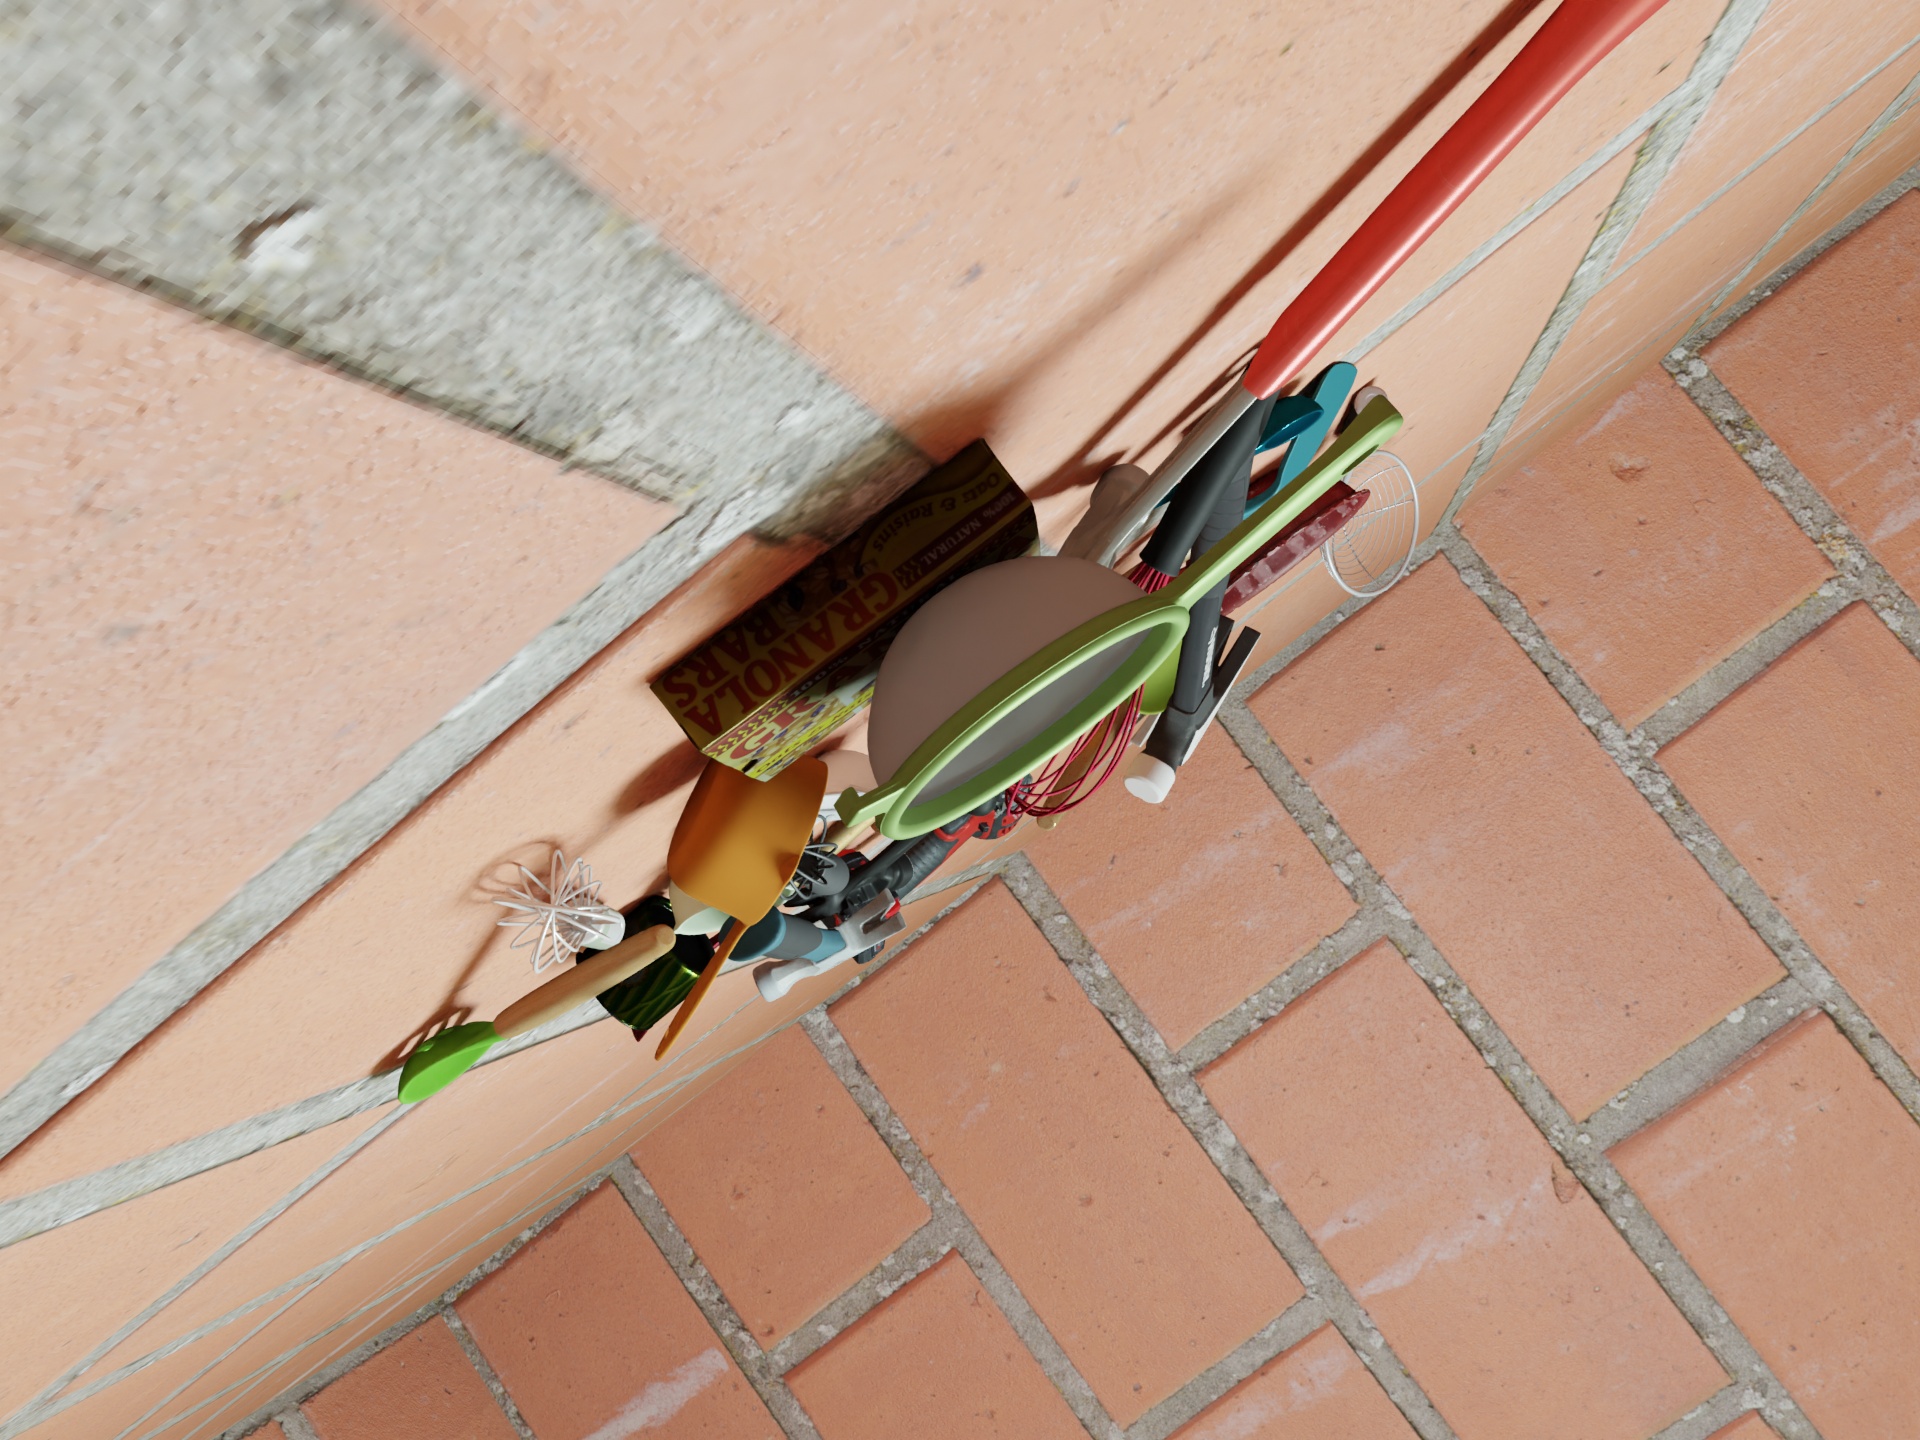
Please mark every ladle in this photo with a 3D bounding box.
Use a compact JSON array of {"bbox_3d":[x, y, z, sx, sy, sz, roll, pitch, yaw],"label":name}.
[{"bbox_3d":[-0.118,0.111,1.117,0.315,0.031,0.069,-41,-172,1],"label":"ladle"},{"bbox_3d":[0.116,0.008,1.117,0.078,0.062,0.320,-60,174,30],"label":"ladle"}]

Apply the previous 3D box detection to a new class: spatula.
[{"bbox_3d":[0.136,-0.119,1.051,0.317,0.044,0.082,-36,173,25],"label":"spatula"}]

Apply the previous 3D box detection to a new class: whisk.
[{"bbox_3d":[0.097,-0.066,0.852,0.295,0.073,0.073,-61,162,21],"label":"whisk"},{"bbox_3d":[-0.197,0.104,0.825,0.246,0.059,0.058,122,-23,-79],"label":"whisk"},{"bbox_3d":[-0.089,0.084,0.948,0.055,0.055,0.239,-36,171,-3],"label":"whisk"}]

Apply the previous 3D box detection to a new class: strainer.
[{"bbox_3d":[-0.103,0.067,1.027,0.086,0.050,0.258,1,158,-29],"label":"strainer"},{"bbox_3d":[0.052,-0.055,0.626,0.256,0.069,0.151,-40,167,13],"label":"strainer"}]

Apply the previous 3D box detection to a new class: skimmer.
[{"bbox_3d":[0.337,-0.188,1.261,0.363,0.090,0.127,39,72,-79],"label":"skimmer"}]

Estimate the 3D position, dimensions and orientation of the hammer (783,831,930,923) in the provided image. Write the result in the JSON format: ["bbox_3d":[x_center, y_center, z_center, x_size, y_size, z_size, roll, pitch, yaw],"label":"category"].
[{"bbox_3d":[-0.001,0.051,1.146,0.127,0.034,0.336,-16,160,-48],"label":"hammer"}]

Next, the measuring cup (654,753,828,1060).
[{"bbox_3d":[-0.128,0.086,0.781,0.173,0.052,0.095,-60,-165,7],"label":"measuring cup"}]

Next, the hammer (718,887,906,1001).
[{"bbox_3d":[-0.112,0.152,1.095,0.128,0.033,0.331,-28,169,-1],"label":"hammer"}]

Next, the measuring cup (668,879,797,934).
[{"bbox_3d":[-0.144,0.088,0.962,0.083,0.038,0.167,-18,161,-10],"label":"measuring cup"}]

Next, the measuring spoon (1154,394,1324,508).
[{"bbox_3d":[0.154,-0.159,0.943,0.128,0.021,0.042,-28,171,2],"label":"measuring spoon"}]

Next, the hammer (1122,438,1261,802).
[{"bbox_3d":[0.156,-0.081,0.991,0.146,0.035,0.334,-55,162,-24],"label":"hammer"}]

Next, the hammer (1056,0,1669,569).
[{"bbox_3d":[0.156,-0.175,0.668,0.359,0.036,0.149,-46,-171,36],"label":"hammer"}]

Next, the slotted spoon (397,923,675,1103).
[{"bbox_3d":[-0.233,0.157,0.860,0.070,0.031,0.313,-29,179,-45],"label":"slotted spoon"}]

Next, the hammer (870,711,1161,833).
[{"bbox_3d":[0.063,0.010,1.308,0.331,0.031,0.130,-27,139,-26],"label":"hammer"}]

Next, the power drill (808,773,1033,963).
[{"bbox_3d":[-0.026,0.101,1.404,0.227,0.080,0.187,-38,165,-18],"label":"power drill"}]
